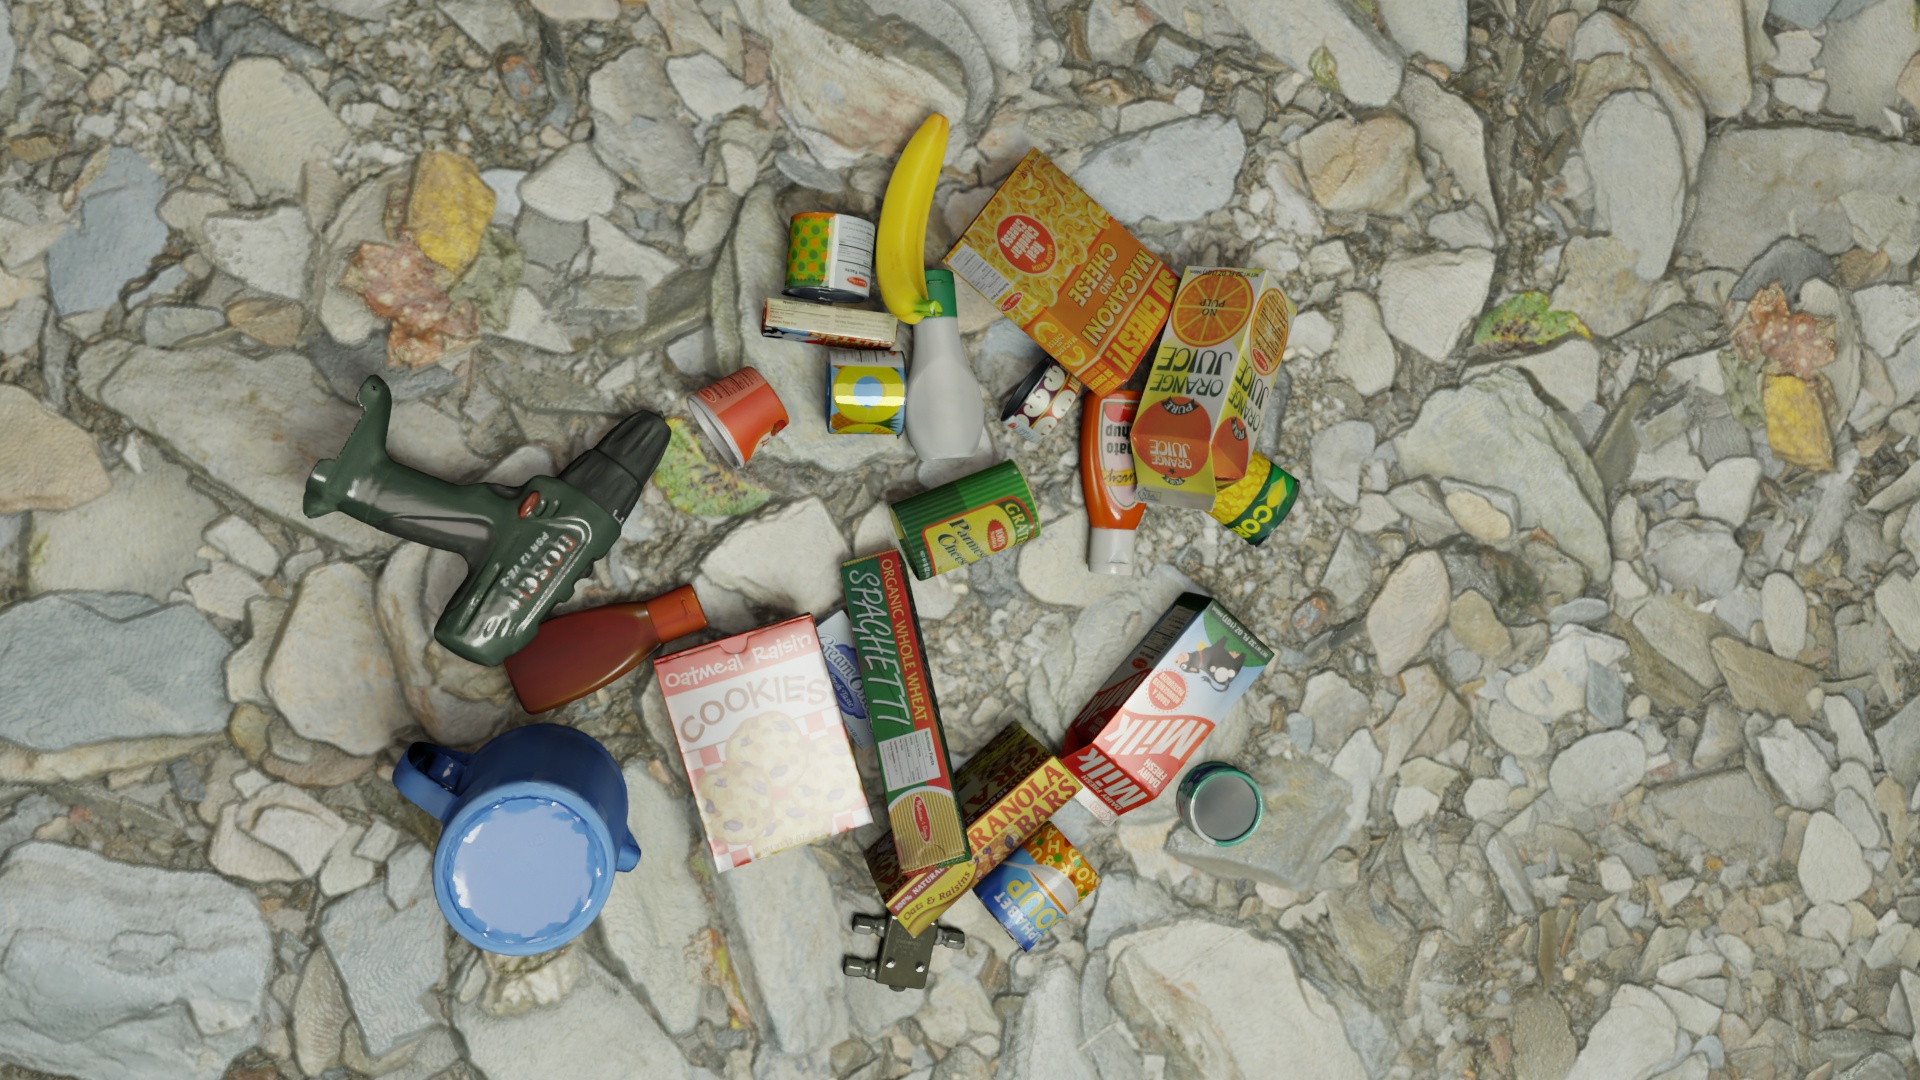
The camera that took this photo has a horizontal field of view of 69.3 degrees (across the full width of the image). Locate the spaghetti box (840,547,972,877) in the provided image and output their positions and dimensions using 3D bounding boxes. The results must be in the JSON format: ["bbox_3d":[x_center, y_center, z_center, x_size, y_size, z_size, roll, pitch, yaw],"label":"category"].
[{"bbox_3d":[-0.043,0.124,1.041,0.050,0.028,0.251,-17,63,5],"label":"spaghetti box"}]

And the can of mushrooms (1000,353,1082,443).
[{"bbox_3d":[0.066,-0.113,1.098,0.033,0.071,0.071,36,86,-10],"label":"can of mushrooms"}]

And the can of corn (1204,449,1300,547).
[{"bbox_3d":[0.232,-0.037,1.129,0.058,0.071,0.071,34,86,-9],"label":"can of corn"}]

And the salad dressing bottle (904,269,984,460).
[{"bbox_3d":[-0.017,-0.138,1.096,0.064,0.044,0.147,-5,91,-9],"label":"salad dressing bottle"}]

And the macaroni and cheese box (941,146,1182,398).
[{"bbox_3d":[0.084,-0.210,1.089,0.166,0.040,0.124,40,58,-10],"label":"macaroni and cheese box"}]

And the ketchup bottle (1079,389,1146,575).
[{"bbox_3d":[0.126,-0.047,1.124,0.065,0.043,0.148,3,92,-16],"label":"ketchup bottle"}]

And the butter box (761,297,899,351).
[{"bbox_3d":[-0.101,-0.166,1.074,0.103,0.053,0.024,6,89,-11],"label":"butter box"}]

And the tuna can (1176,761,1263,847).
[{"bbox_3d":[0.218,0.218,1.154,0.071,0.033,0.071,0,92,-10],"label":"tuna can"}]

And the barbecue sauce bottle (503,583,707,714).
[{"bbox_3d":[-0.268,0.077,1.057,0.149,0.043,0.065,-22,86,-9],"label":"barbecue sauce bottle"}]

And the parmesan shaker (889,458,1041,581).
[{"bbox_3d":[0.004,-0.014,1.093,0.103,0.071,0.071,-22,96,-8],"label":"parmesan shaker"}]

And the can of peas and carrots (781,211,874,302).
[{"bbox_3d":[-0.103,-0.217,1.067,0.071,0.071,0.058,5,91,-10],"label":"can of peas and carrots"}]

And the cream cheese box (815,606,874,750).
[{"bbox_3d":[-0.087,0.109,1.101,0.053,0.024,0.103,-36,98,-8],"label":"cream cheese box"}]

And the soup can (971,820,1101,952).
[{"bbox_3d":[0.062,0.276,1.108,0.084,0.071,0.071,-41,98,-6],"label":"soup can"}]

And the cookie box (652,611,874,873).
[{"bbox_3d":[-0.148,0.150,1.051,0.123,0.040,0.167,-17,94,-10],"label":"cookie box"}]

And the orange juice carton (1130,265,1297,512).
[{"bbox_3d":[0.194,-0.114,1.089,0.073,0.072,0.193,34,71,-51],"label":"orange juice carton"}]

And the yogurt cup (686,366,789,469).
[{"bbox_3d":[-0.168,-0.097,1.060,0.054,0.072,0.072,-37,98,-15],"label":"yogurt cup"}]

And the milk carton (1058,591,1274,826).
[{"bbox_3d":[0.156,0.137,1.120,0.072,0.073,0.191,42,85,-9],"label":"milk carton"}]

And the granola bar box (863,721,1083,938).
[{"bbox_3d":[0.005,0.217,1.070,0.166,0.124,0.039,-41,101,-6],"label":"granola bar box"}]

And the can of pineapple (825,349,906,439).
[{"bbox_3d":[-0.074,-0.113,1.074,0.058,0.071,0.071,0,92,-10],"label":"can of pineapple"}]
